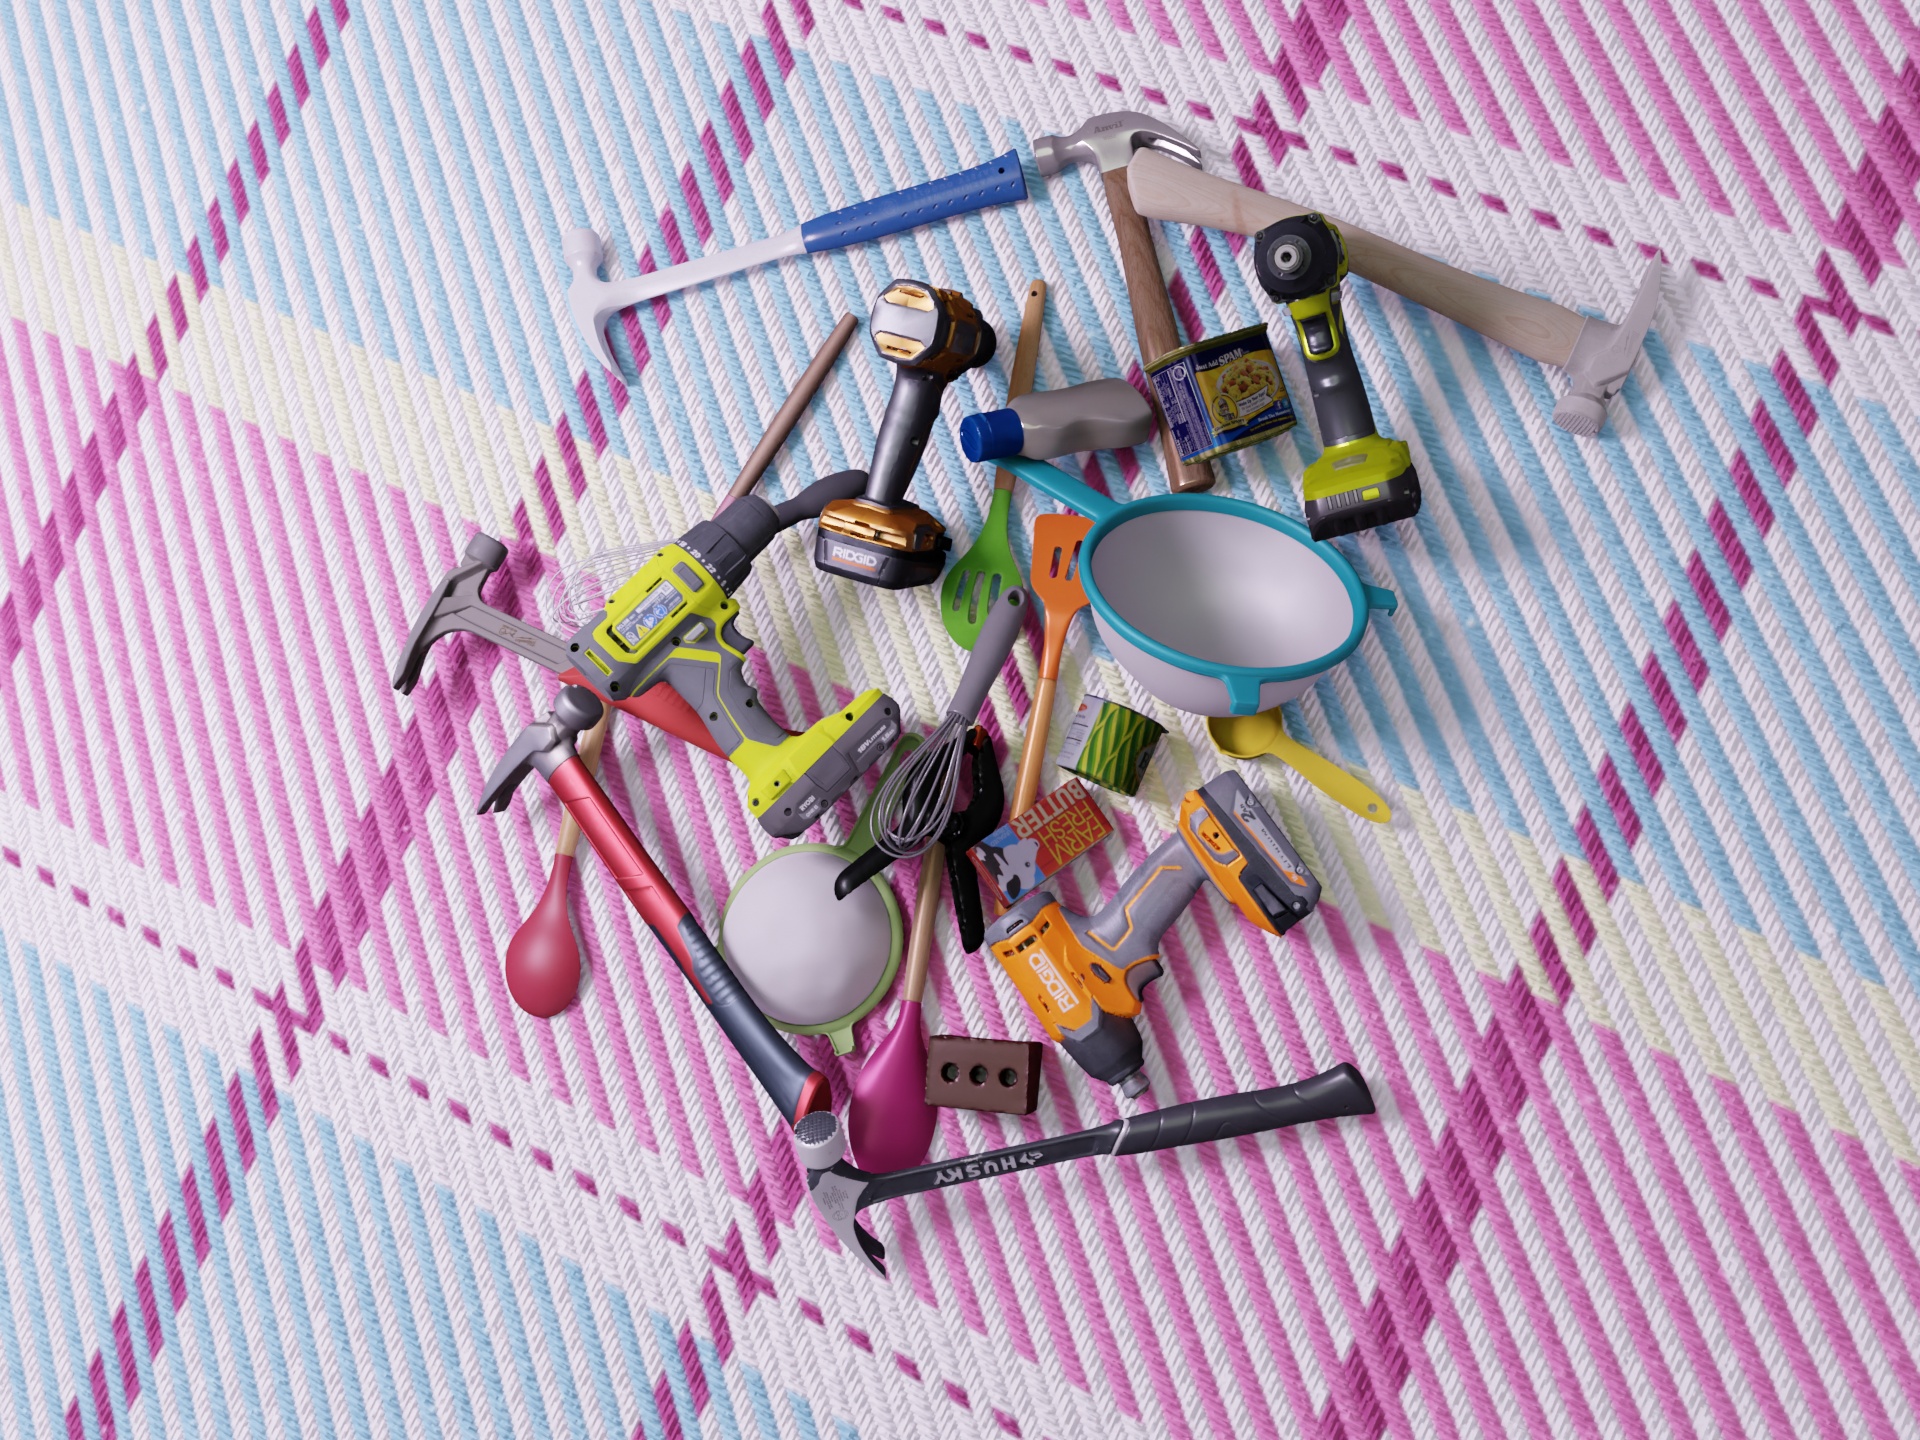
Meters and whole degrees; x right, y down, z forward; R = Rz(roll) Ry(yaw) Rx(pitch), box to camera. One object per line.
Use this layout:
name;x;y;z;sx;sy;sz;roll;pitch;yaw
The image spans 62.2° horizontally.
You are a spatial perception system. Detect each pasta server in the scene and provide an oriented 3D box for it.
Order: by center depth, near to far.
pasta server;-0.180;-0.211;1.322;0.040;0.060;0.316;32;84;-3

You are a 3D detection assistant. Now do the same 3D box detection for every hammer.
hammer;0.095;0.309;1.145;0.409;0.036;0.149;-12;120;2
hammer;-0.232;0.161;1.216;0.143;0.038;0.386;-46;72;24
hammer;0.324;-0.363;1.225;0.411;0.038;0.146;25;84;10
hammer;0.154;-0.339;1.278;0.130;0.031;0.331;-14;78;10
hammer;-0.281;-0.020;1.293;0.359;0.036;0.149;25;81;11
hammer;-0.142;-0.400;1.350;0.405;0.035;0.144;-14;77;9

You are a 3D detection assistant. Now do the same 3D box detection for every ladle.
ladle;-0.317;0.085;1.304;0.069;0.031;0.315;8;80;16

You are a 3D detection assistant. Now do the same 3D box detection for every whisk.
whisk;-0.003;-0.004;1.198;0.055;0.055;0.239;20;68;15
whisk;-0.195;-0.138;1.268;0.284;0.070;0.070;-27;74;-17

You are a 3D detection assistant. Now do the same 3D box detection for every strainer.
strainer;0.138;-0.104;1.198;0.341;0.095;0.211;36;49;28
strainer;-0.099;0.120;1.226;0.151;0.069;0.256;28;88;15

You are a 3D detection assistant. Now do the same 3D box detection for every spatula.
spatula;0.065;-0.007;1.241;0.081;0.041;0.322;11;86;12

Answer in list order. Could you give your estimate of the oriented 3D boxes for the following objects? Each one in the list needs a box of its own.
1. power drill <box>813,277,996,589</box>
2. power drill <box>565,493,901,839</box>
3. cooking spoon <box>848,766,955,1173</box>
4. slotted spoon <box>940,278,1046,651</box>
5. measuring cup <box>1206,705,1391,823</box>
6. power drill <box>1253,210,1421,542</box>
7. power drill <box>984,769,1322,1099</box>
power drill;-0.033;-0.223;1.245;0.084;0.185;0.226;17;103;14
power drill;-0.155;-0.042;1.204;0.228;0.080;0.190;45;77;-3
cooking spoon;-0.034;0.189;1.219;0.068;0.017;0.319;11;78;-13
slotted spoon;0.036;-0.209;1.282;0.070;0.031;0.314;7;80;18
measuring cup;0.254;0.030;1.191;0.156;0.029;0.062;36;89;13
power drill;0.264;-0.249;1.141;0.080;0.171;0.223;-14;100;21
power drill;0.151;0.159;1.163;0.226;0.084;0.164;-36;76;7
